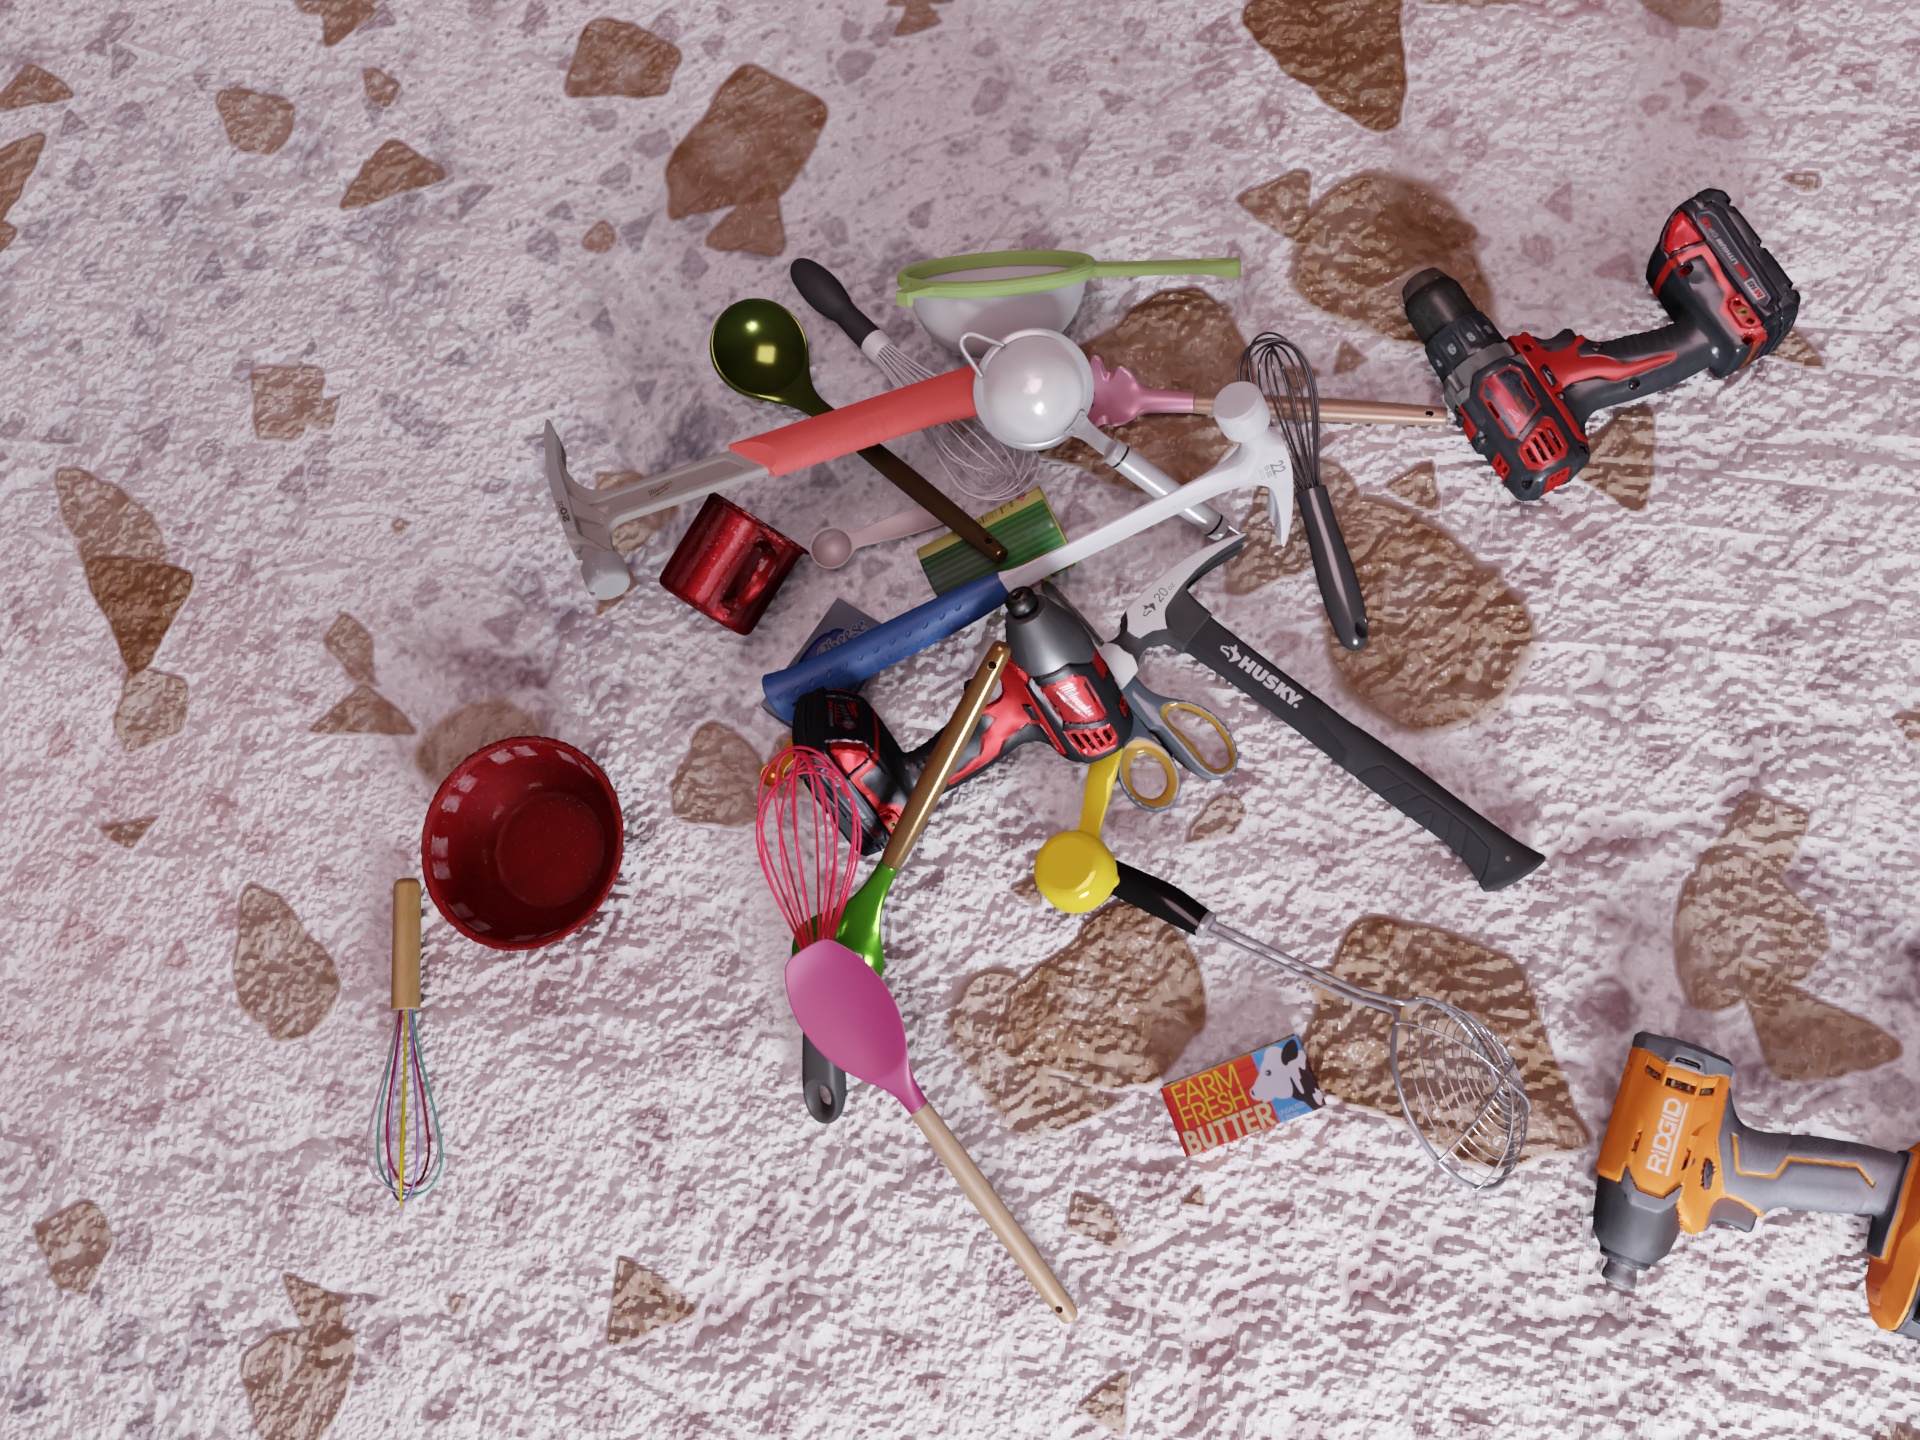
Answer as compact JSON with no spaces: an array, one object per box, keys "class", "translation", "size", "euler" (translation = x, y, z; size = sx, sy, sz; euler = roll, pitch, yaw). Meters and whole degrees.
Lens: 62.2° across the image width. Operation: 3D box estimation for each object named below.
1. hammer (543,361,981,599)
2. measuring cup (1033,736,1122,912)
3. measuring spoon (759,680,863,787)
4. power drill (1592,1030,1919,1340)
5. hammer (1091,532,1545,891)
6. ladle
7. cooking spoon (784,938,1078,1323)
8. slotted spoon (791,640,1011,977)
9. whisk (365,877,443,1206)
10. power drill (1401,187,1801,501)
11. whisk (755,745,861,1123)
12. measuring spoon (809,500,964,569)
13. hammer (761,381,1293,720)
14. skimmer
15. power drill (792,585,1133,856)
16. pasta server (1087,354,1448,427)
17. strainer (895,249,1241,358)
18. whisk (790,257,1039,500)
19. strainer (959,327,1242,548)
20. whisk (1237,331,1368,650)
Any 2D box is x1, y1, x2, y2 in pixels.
[{"class":"hammer","translation":[-0.119,-0.207,1.157],"size":[0.359,0.036,0.149],"euler":[-20,64,-5]},{"class":"measuring cup","translation":[0.091,0.059,1.130],"size":[0.062,0.029,0.156],"euler":[7,74,26]},{"class":"measuring spoon","translation":[-0.111,0.006,1.213],"size":[0.021,0.011,0.117],"euler":[37,84,22]},{"class":"power drill","translation":[0.521,0.311,1.005],"size":[0.226,0.084,0.164],"euler":[18,83,17]},{"class":"hammer","translation":[0.266,0.004,1.128],"size":[0.335,0.035,0.146],"euler":[38,80,12]},{"class":"ladle","translation":[-0.077,-0.217,1.194],"size":[0.078,0.062,0.320],"euler":[-40,61,-15]},{"class":"cooking spoon","translation":[-0.014,0.283,1.081],"size":[0.069,0.017,0.319],"euler":[-33,95,15]},{"class":"slotted spoon","translation":[-0.040,0.077,1.100],"size":[0.070,0.031,0.313],"euler":[29,113,2]},{"class":"whisk","translation":[-0.419,0.240,1.204],"size":[0.051,0.047,0.245],"euler":[-7,75,10]},{"class":"power drill","translation":[0.448,-0.285,1.139],"size":[0.226,0.080,0.188],"euler":[-30,75,6]},{"class":"whisk","translation":[-0.100,0.153,1.098],"size":[0.073,0.073,0.295],"euler":[3,112,11]},{"class":"measuring spoon","translation":[-0.056,-0.145,1.233],"size":[0.124,0.018,0.034],"euler":[-18,75,-1]},{"class":"hammer","translation":[0.045,-0.097,1.124],"size":[0.405,0.143,0.035],"euler":[-25,54,14]},{"class":"skimmer","translation":[0.216,0.191,1.091],"size":[0.363,0.127,0.090],"euler":[25,121,25]},{"class":"power drill","translation":[-0.002,-0.004,1.117],"size":[0.219,0.143,0.079],"euler":[-24,36,12]},{"class":"pasta server","translation":[0.202,-0.238,1.191],"size":[0.316,0.040,0.060],"euler":[5,90,10]},{"class":"strainer","translation":[0.081,-0.312,1.198],"size":[0.256,0.152,0.069],"euler":[0,114,7]},{"class":"whisk","translation":[-0.045,-0.269,1.233],"size":[0.070,0.070,0.285],"euler":[-43,70,0]},{"class":"strainer","translation":[0.107,-0.198,1.144],"size":[0.258,0.050,0.087],"euler":[33,105,-18]},{"class":"whisk","translation":[0.252,-0.165,1.148],"size":[0.055,0.055,0.239],"euler":[-17,89,6]}]
